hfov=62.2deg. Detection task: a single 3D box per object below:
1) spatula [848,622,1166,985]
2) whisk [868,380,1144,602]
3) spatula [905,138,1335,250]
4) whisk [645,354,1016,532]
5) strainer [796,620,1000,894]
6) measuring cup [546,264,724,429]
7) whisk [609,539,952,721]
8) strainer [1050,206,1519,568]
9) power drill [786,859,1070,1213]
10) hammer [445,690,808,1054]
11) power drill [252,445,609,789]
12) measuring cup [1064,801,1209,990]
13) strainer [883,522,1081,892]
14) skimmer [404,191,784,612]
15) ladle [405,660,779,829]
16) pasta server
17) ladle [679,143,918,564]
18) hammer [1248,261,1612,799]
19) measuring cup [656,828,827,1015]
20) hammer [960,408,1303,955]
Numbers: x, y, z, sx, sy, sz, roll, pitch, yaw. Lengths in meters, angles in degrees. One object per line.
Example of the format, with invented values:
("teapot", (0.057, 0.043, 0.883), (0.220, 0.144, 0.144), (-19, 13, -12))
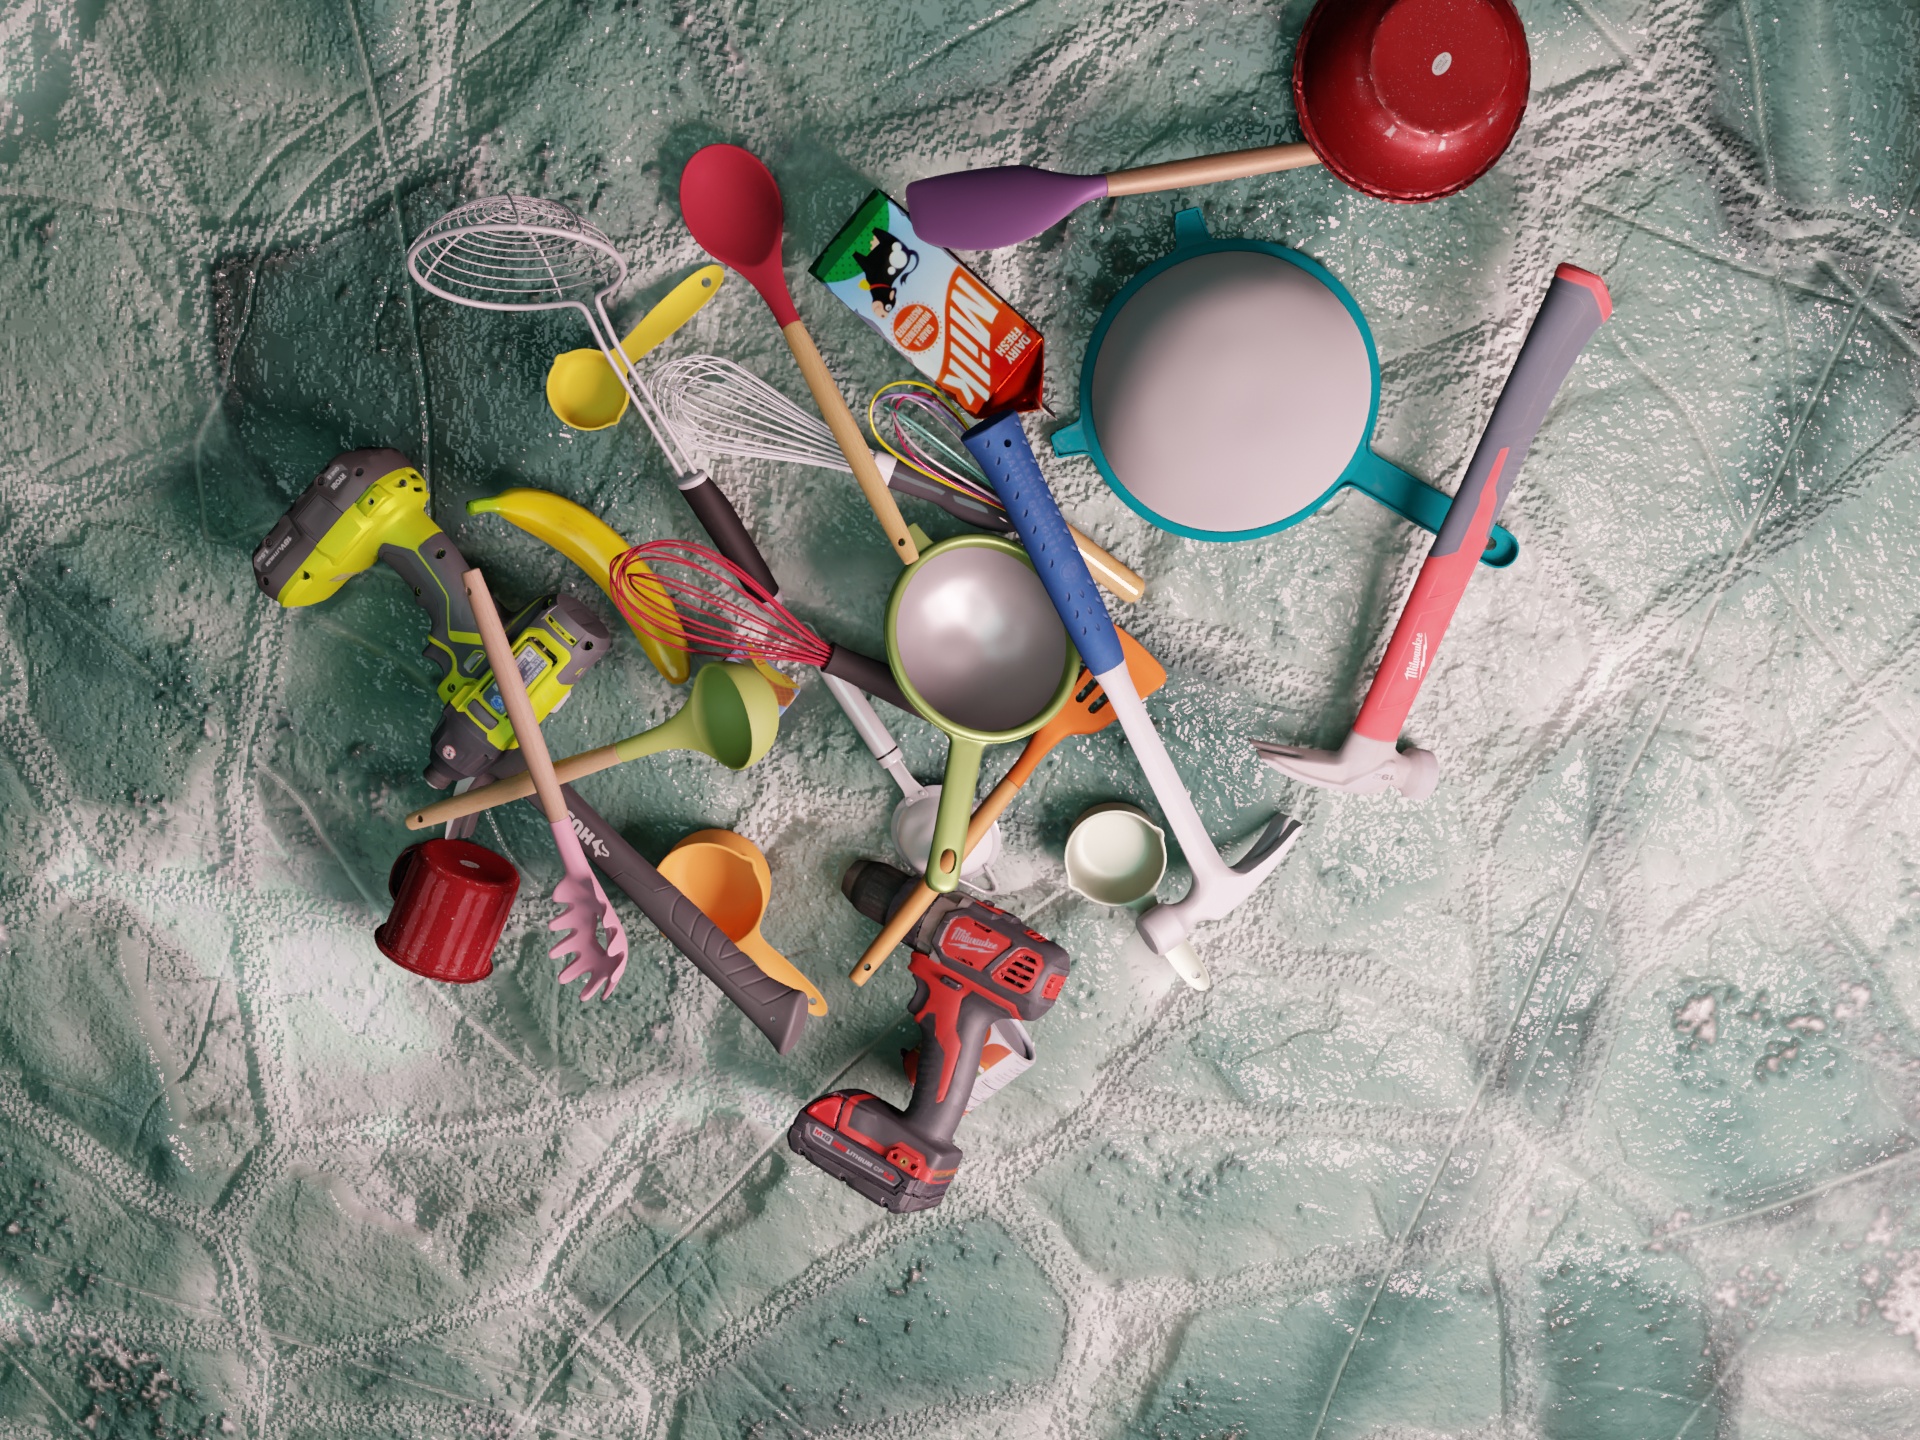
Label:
("spatula", (0.024, 0.065, 1.168), (0.081, 0.041, 0.322), (40, 81, -8))
("whisk", (0.038, -0.157, 1.110), (0.244, 0.051, 0.047), (34, 82, -23))
("spatula", (0.121, -0.358, 1.056), (0.316, 0.018, 0.060), (-12, 78, -6))
("whisk", (-0.086, -0.192, 1.130), (0.284, 0.070, 0.070), (20, 106, -8))
("strainer", (-0.051, 0.035, 1.197), (0.087, 0.050, 0.258), (-30, 99, 25))
("measuring cup", (-0.228, -0.269, 1.135), (0.156, 0.029, 0.062), (-42, 99, 1))
("whisk", (-0.112, -0.054, 1.139), (0.295, 0.073, 0.073), (23, 106, -21))
("strainer", (0.243, -0.189, 1.088), (0.340, 0.095, 0.211), (29, 105, -3))
("power drill", (-0.043, 0.228, 1.188), (0.188, 0.080, 0.227), (26, 88, 22))
("hammer", (-0.241, 0.123, 1.178), (0.335, 0.035, 0.146), (42, 101, 11))
("power drill", (-0.388, -0.073, 1.148), (0.223, 0.080, 0.171), (44, 100, -1))
("measuring cup", (0.142, 0.134, 1.213), (0.083, 0.038, 0.167), (-32, 103, 11))
("strainer", (-0.002, -0.004, 1.133), (0.151, 0.069, 0.256), (14, 78, -20))
("skimmer", (-0.217, -0.188, 1.045), (0.127, 0.090, 0.362), (-8, 134, 25))
("ladle", (-0.272, 0.032, 1.141), (0.320, 0.062, 0.078), (-18, 91, 17))
("pasta server", (-0.296, 0.047, 1.118), (0.060, 0.040, 0.316), (-7, 106, 33))
("ladle", (-0.104, -0.250, 1.095), (0.069, 0.031, 0.315), (-27, 89, 11))
("hammer", (0.326, -0.122, 1.082), (0.143, 0.038, 0.386), (10, 116, -16))
("measuring cup", (-0.161, 0.157, 1.229), (0.095, 0.052, 0.173), (-40, 101, 12))
("hammer", (0.113, -0.032, 1.120), (0.144, 0.035, 0.405), (-32, 110, -12))
